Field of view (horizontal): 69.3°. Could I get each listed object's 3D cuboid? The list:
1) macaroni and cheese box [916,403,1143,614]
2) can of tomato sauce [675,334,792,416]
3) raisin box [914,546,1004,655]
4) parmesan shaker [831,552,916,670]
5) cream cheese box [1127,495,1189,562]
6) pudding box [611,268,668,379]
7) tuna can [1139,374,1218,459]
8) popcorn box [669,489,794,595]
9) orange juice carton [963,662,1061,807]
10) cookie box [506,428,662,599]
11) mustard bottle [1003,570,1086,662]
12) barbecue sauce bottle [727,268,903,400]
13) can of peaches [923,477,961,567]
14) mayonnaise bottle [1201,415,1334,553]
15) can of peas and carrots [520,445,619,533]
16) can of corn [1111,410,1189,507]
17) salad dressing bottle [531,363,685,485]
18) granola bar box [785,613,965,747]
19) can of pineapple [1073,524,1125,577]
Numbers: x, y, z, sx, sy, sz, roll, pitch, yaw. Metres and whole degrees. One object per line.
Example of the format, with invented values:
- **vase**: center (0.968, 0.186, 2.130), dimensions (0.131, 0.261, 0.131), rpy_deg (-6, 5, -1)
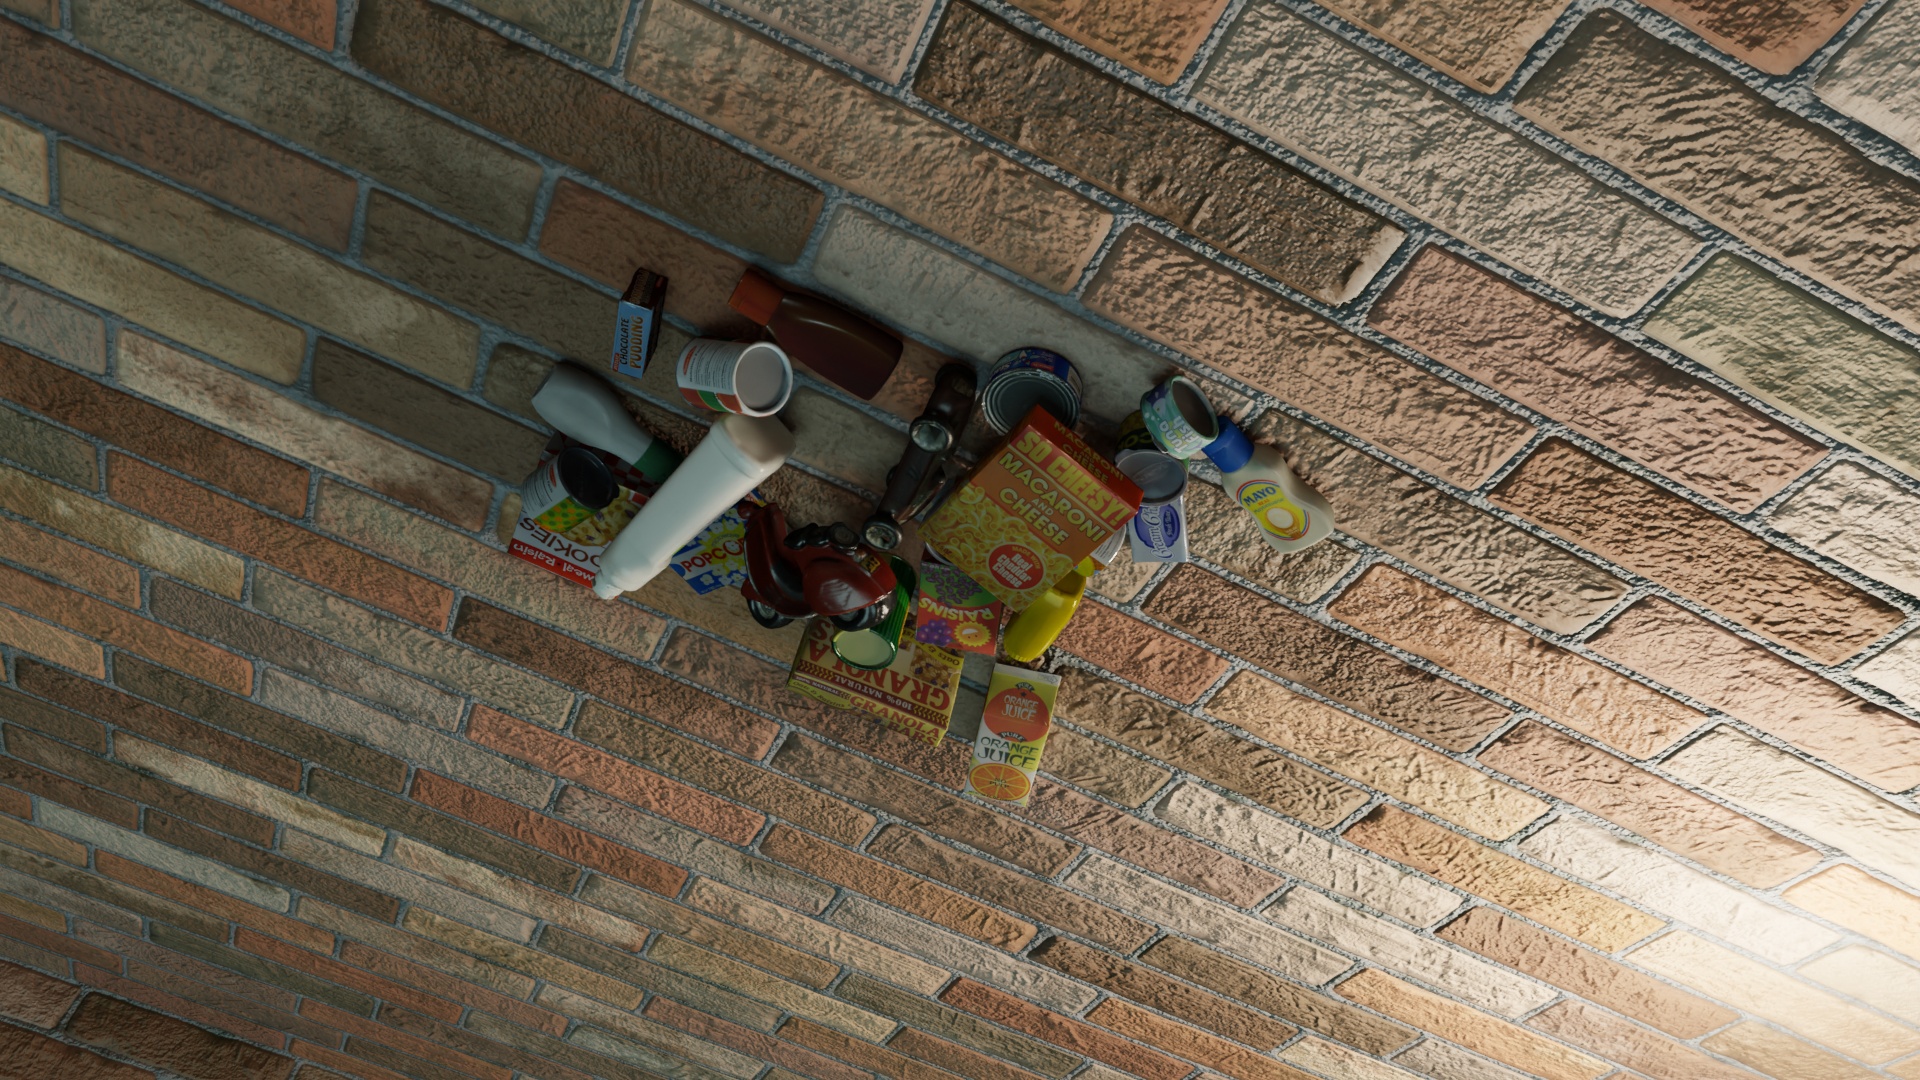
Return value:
- **macaroni and cheese box**: center (0.059, -0.025, 1.214), dimensions (0.123, 0.040, 0.165), rpy_deg (38, 127, -11)
- **can of tomato sauce**: center (-0.195, -0.143, 1.206), dimensions (0.083, 0.071, 0.071), rpy_deg (12, 143, 44)
- **raisin box**: center (0.002, 0.057, 1.395), dimensions (0.086, 0.040, 0.122), rpy_deg (10, 136, 3)
- **parmesan shaker**: center (-0.088, 0.072, 1.385), dimensions (0.071, 0.103, 0.071), rpy_deg (7, 135, 7)
- **cream cheese box**: center (0.182, -0.022, 1.282), dimensions (0.053, 0.024, 0.103), rpy_deg (0, 134, 14)
- **pudding box**: center (-0.281, -0.189, 1.214), dimensions (0.030, 0.050, 0.083), rpy_deg (18, 135, -6)
- **tuna can**: center (0.184, -0.103, 1.169), dimensions (0.071, 0.071, 0.032), rpy_deg (39, 129, -23)
- **popcorn box**: center (-0.238, 0.000, 1.398), dimensions (0.126, 0.038, 0.085), rpy_deg (-20, 127, 29)
- **orange juice carton**: center (0.057, 0.199, 1.496), dimensions (0.072, 0.073, 0.191), rpy_deg (13, 135, 2)
- **cookie box**: center (-0.378, -0.024, 1.408), dimensions (0.123, 0.040, 0.166), rpy_deg (25, 133, -11)
- **mustard bottle**: center (0.077, 0.079, 1.384), dimensions (0.049, 0.066, 0.159), rpy_deg (24, 141, -3)
- **barbecue sauce bottle**: center (-0.126, -0.180, 1.190), dimensions (0.148, 0.044, 0.064), rpy_deg (29, 135, -14)
- **can of peaches**: center (0.005, -0.016, 1.308), dimensions (0.071, 0.058, 0.070), rpy_deg (7, 134, 7)
- **mayonnaise bottle**: center (0.265, -0.050, 1.223), dimensions (0.064, 0.041, 0.148), rpy_deg (-28, 123, 36)
- **can of peas and carrots**: center (-0.368, -0.047, 1.310), dimensions (0.058, 0.071, 0.071), rpy_deg (-28, 122, 29)
- **can of corn**: center (0.165, -0.074, 1.211), dimensions (0.071, 0.058, 0.070), rpy_deg (7, 135, 7)
- **salad dressing bottle**: center (-0.331, -0.107, 1.313), dimensions (0.147, 0.044, 0.064), rpy_deg (37, 129, -23)
- **granola bar box**: center (-0.082, 0.125, 1.421), dimensions (0.165, 0.125, 0.038), rpy_deg (22, 136, -9)
- **can of pineapple**: center (0.110, -0.008, 1.287), dimensions (0.058, 0.071, 0.070), rpy_deg (34, 132, -19)
